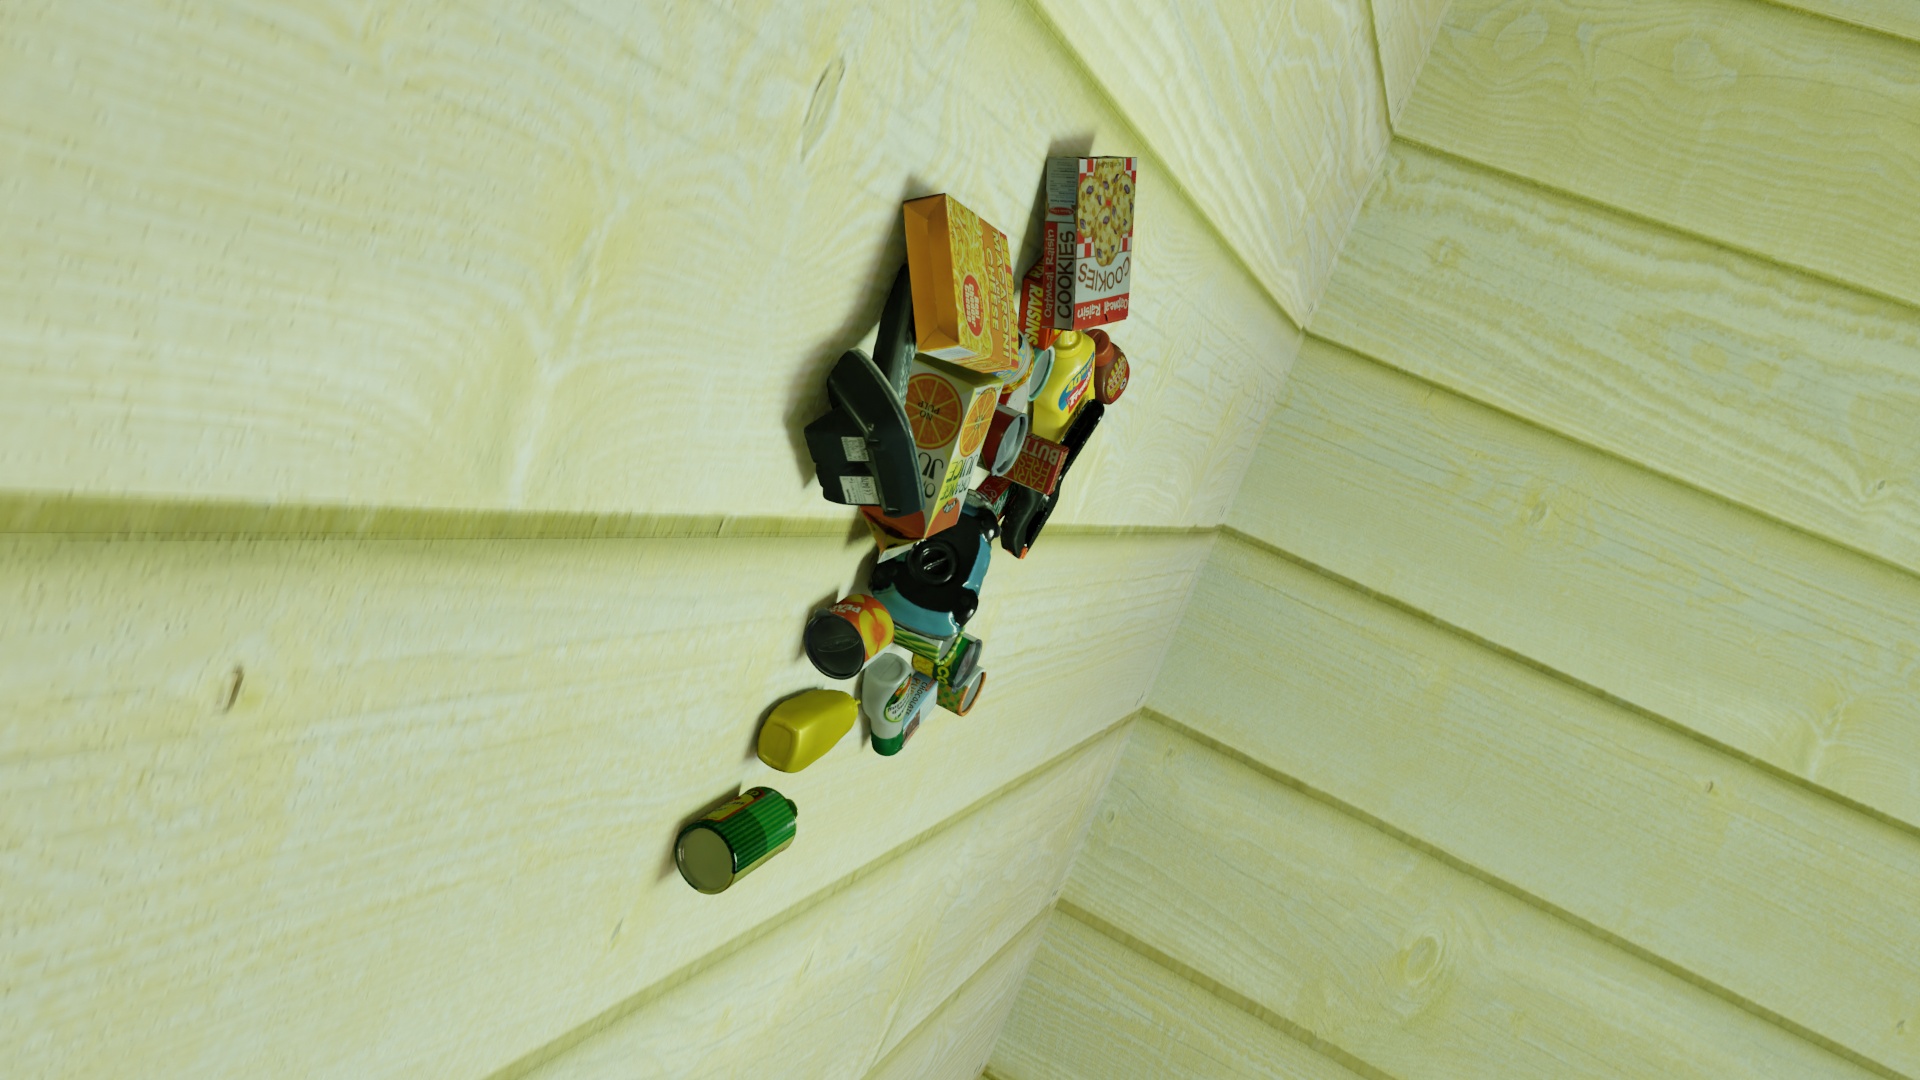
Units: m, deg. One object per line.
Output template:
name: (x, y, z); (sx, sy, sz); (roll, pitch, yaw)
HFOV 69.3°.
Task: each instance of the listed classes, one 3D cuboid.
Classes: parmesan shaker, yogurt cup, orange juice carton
parmesan shaker: (-0.201, 0.268, 1.255); (0.103, 0.071, 0.071); (-20, 132, -65)
yogurt cup: (0.034, -0.147, 1.403); (0.073, 0.054, 0.072); (-53, 158, -32)
orange juice carton: (-0.032, -0.071, 1.283); (0.072, 0.073, 0.192); (-25, 137, -64)

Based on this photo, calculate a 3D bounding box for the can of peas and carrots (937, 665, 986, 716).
can of peas and carrots: (-0.009, 0.176, 1.695); (0.071, 0.059, 0.070); (-53, 158, -32)

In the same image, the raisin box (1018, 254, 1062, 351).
raisin box: (0.108, -0.272, 1.475); (0.124, 0.040, 0.085); (-51, 158, -36)

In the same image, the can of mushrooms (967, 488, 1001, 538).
can of mushrooms: (0.005, -0.018, 1.462); (0.034, 0.071, 0.070); (-42, 151, -48)

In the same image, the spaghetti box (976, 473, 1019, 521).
spaghetti box: (-0.003, 0.002, 1.533); (0.251, 0.029, 0.049); (-50, 157, -40)

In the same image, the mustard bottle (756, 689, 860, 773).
mustard bottle: (-0.138, 0.176, 1.345); (0.160, 0.049, 0.065); (-19, 131, -67)

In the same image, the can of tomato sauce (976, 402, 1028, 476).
can of tomato sauce: (0.013, -0.107, 1.347); (0.071, 0.083, 0.070); (-54, 159, -31)

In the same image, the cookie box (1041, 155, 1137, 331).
cookie box: (0.131, -0.301, 1.403); (0.123, 0.040, 0.166); (-23, 119, -53)

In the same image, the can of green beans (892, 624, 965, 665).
can of green beans: (-0.033, 0.096, 1.523); (0.071, 0.058, 0.071); (-54, 159, -31)

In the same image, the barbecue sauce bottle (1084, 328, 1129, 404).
barbecue sauce bottle: (0.178, -0.221, 1.732); (0.065, 0.044, 0.148); (-62, 162, -6)

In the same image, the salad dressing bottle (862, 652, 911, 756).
salad dressing bottle: (-0.081, 0.183, 1.526); (0.064, 0.044, 0.146); (-51, 157, -35)

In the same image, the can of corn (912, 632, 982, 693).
can of corn: (-0.016, 0.135, 1.622); (0.071, 0.058, 0.070); (-54, 159, -31)

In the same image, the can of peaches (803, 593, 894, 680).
can of peaches: (-0.104, 0.087, 1.300); (0.058, 0.071, 0.071); (-33, 144, -58)

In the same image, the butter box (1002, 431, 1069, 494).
butter box: (0.059, -0.091, 1.465); (0.024, 0.103, 0.053); (-26, 137, -64)

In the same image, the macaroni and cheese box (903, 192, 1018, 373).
macaroni and cheese box: (0.005, -0.211, 1.173); (0.166, 0.040, 0.123); (-1, 85, -71)

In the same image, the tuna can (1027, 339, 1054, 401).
tuna can: (0.072, -0.183, 1.498); (0.071, 0.033, 0.070); (-54, 159, -32)

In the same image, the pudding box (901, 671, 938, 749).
pudding box: (-0.059, 0.199, 1.630); (0.084, 0.030, 0.049); (-51, 159, -37)

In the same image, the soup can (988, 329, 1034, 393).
soup can: (0.034, -0.181, 1.329); (0.071, 0.071, 0.083); (-65, 163, -1)
